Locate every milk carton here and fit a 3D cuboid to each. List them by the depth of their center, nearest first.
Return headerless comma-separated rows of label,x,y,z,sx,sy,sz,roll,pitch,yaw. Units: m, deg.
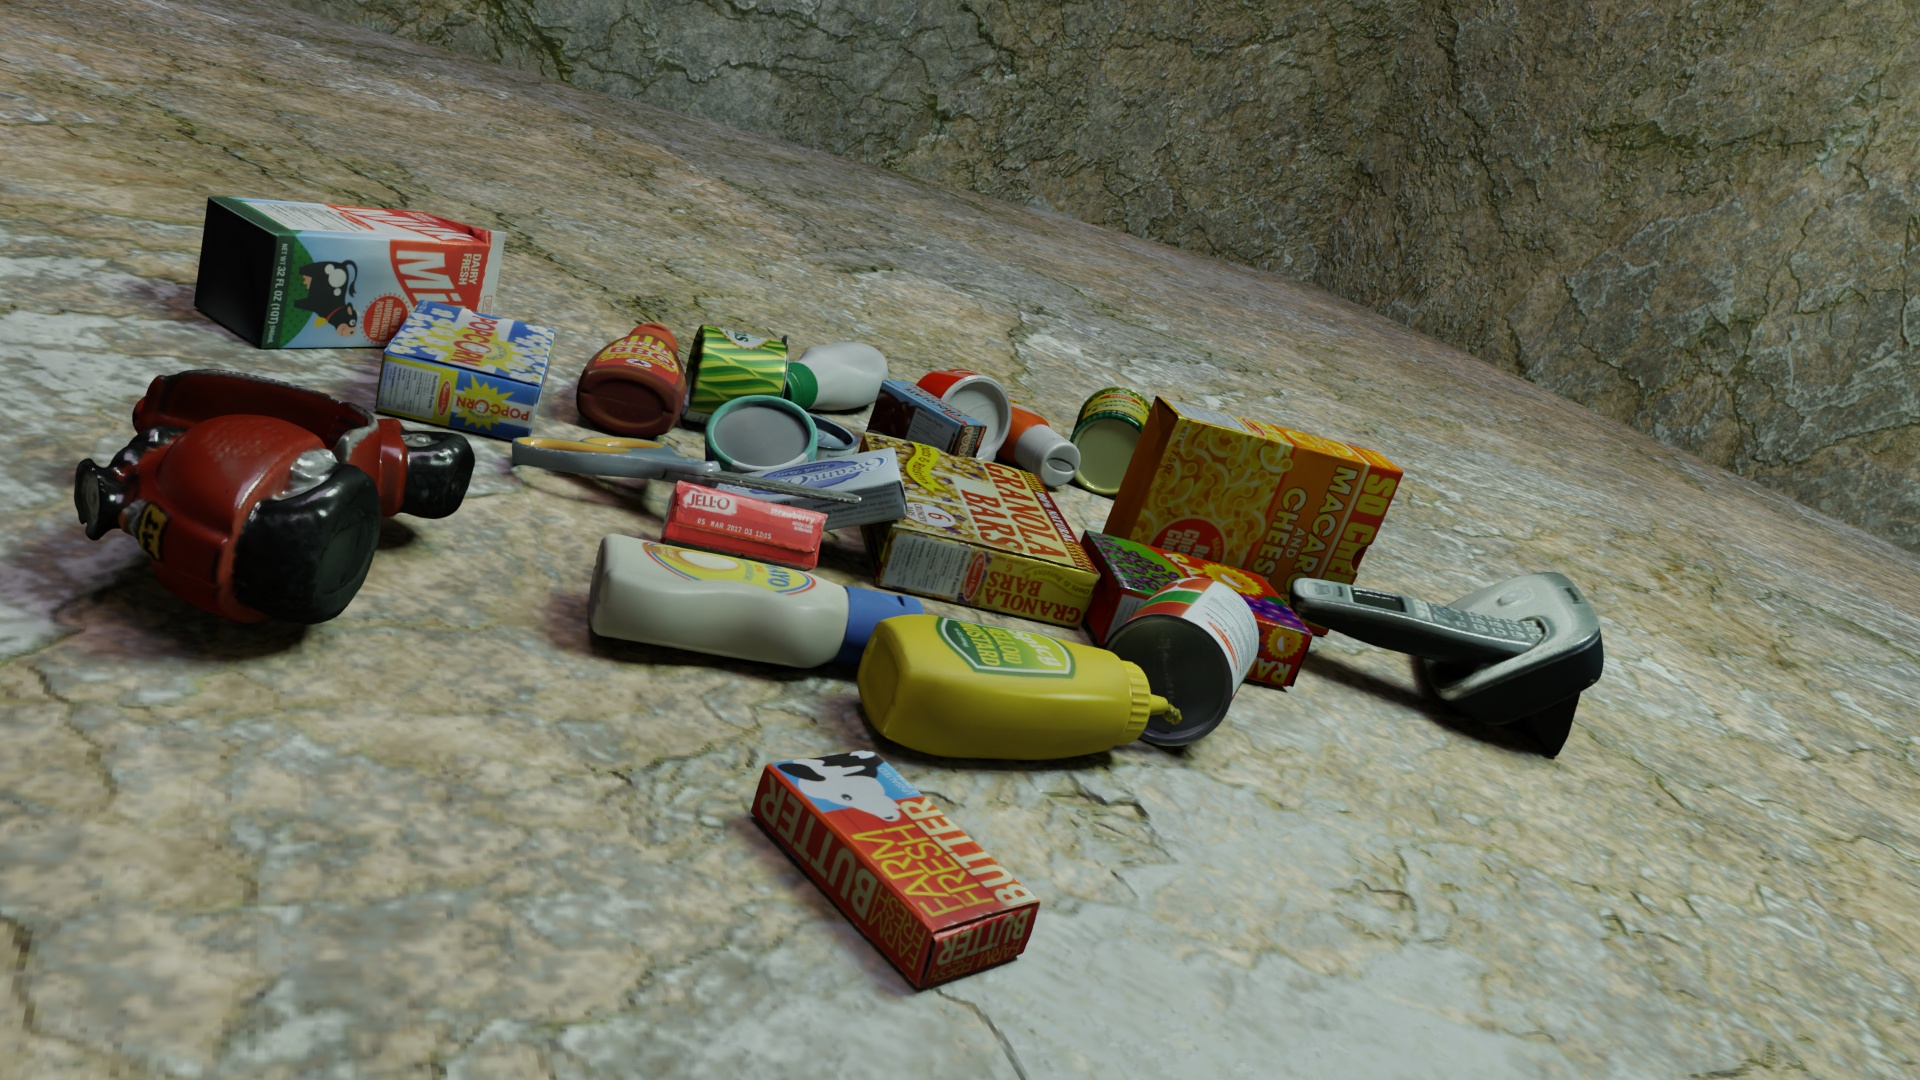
milk carton,-0.374,-0.169,0.890,0.073,0.072,0.191,28,22,26

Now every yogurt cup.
yogurt cup,-0.004,-0.095,1.037,0.072,0.072,0.054,4,15,-36

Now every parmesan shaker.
parmesan shaker,0.124,-0.079,1.103,0.071,0.071,0.103,19,19,3

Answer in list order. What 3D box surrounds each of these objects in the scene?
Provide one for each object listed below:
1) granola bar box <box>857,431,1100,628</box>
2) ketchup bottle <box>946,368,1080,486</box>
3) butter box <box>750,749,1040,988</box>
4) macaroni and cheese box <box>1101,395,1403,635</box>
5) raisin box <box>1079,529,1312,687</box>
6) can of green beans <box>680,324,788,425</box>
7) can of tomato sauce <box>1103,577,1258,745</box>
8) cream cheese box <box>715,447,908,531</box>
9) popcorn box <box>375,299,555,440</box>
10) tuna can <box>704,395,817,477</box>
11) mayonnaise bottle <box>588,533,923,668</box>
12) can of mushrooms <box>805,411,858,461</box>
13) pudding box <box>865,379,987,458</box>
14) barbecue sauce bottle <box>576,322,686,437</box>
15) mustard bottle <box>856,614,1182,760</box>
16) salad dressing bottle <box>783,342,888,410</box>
granola bar box,0.003,-0.011,0.842,0.124,0.039,0.166,13,20,-15
ketchup bottle,0.038,-0.087,1.081,0.065,0.043,0.149,15,17,-38
butter box,-0.024,0.113,0.495,0.053,0.024,0.104,0,26,-44
macaroni and cheese box,0.180,-0.011,0.878,0.166,0.123,0.040,11,22,-20
raisin box,0.132,0.040,0.815,0.123,0.040,0.086,14,19,-16
can of green beans,-0.151,-0.107,0.927,0.058,0.071,0.071,11,20,-19
can of tomato sauce,0.111,0.060,0.708,0.071,0.071,0.083,23,19,15
cream cheese box,-0.083,-0.024,0.765,0.104,0.024,0.053,-10,25,-4
popcorn box,-0.293,-0.103,0.831,0.085,0.038,0.127,11,20,-16
tuna can,-0.118,-0.054,0.819,0.071,0.032,0.071,5,47,-6
mayonnaise bottle,-0.091,0.032,0.634,0.148,0.041,0.065,11,14,-19
can of mushrooms,-0.104,-0.059,0.889,0.071,0.033,0.071,16,19,-6
pudding box,-0.026,-0.077,0.984,0.084,0.049,0.030,32,21,35
barbecue sauce bottle,-0.211,-0.110,0.917,0.065,0.043,0.149,13,19,-11
mustard bottle,0.035,0.069,0.633,0.160,0.048,0.065,8,24,-27
salad dressing bottle,-0.105,-0.119,1.043,0.064,0.043,0.148,26,21,16
